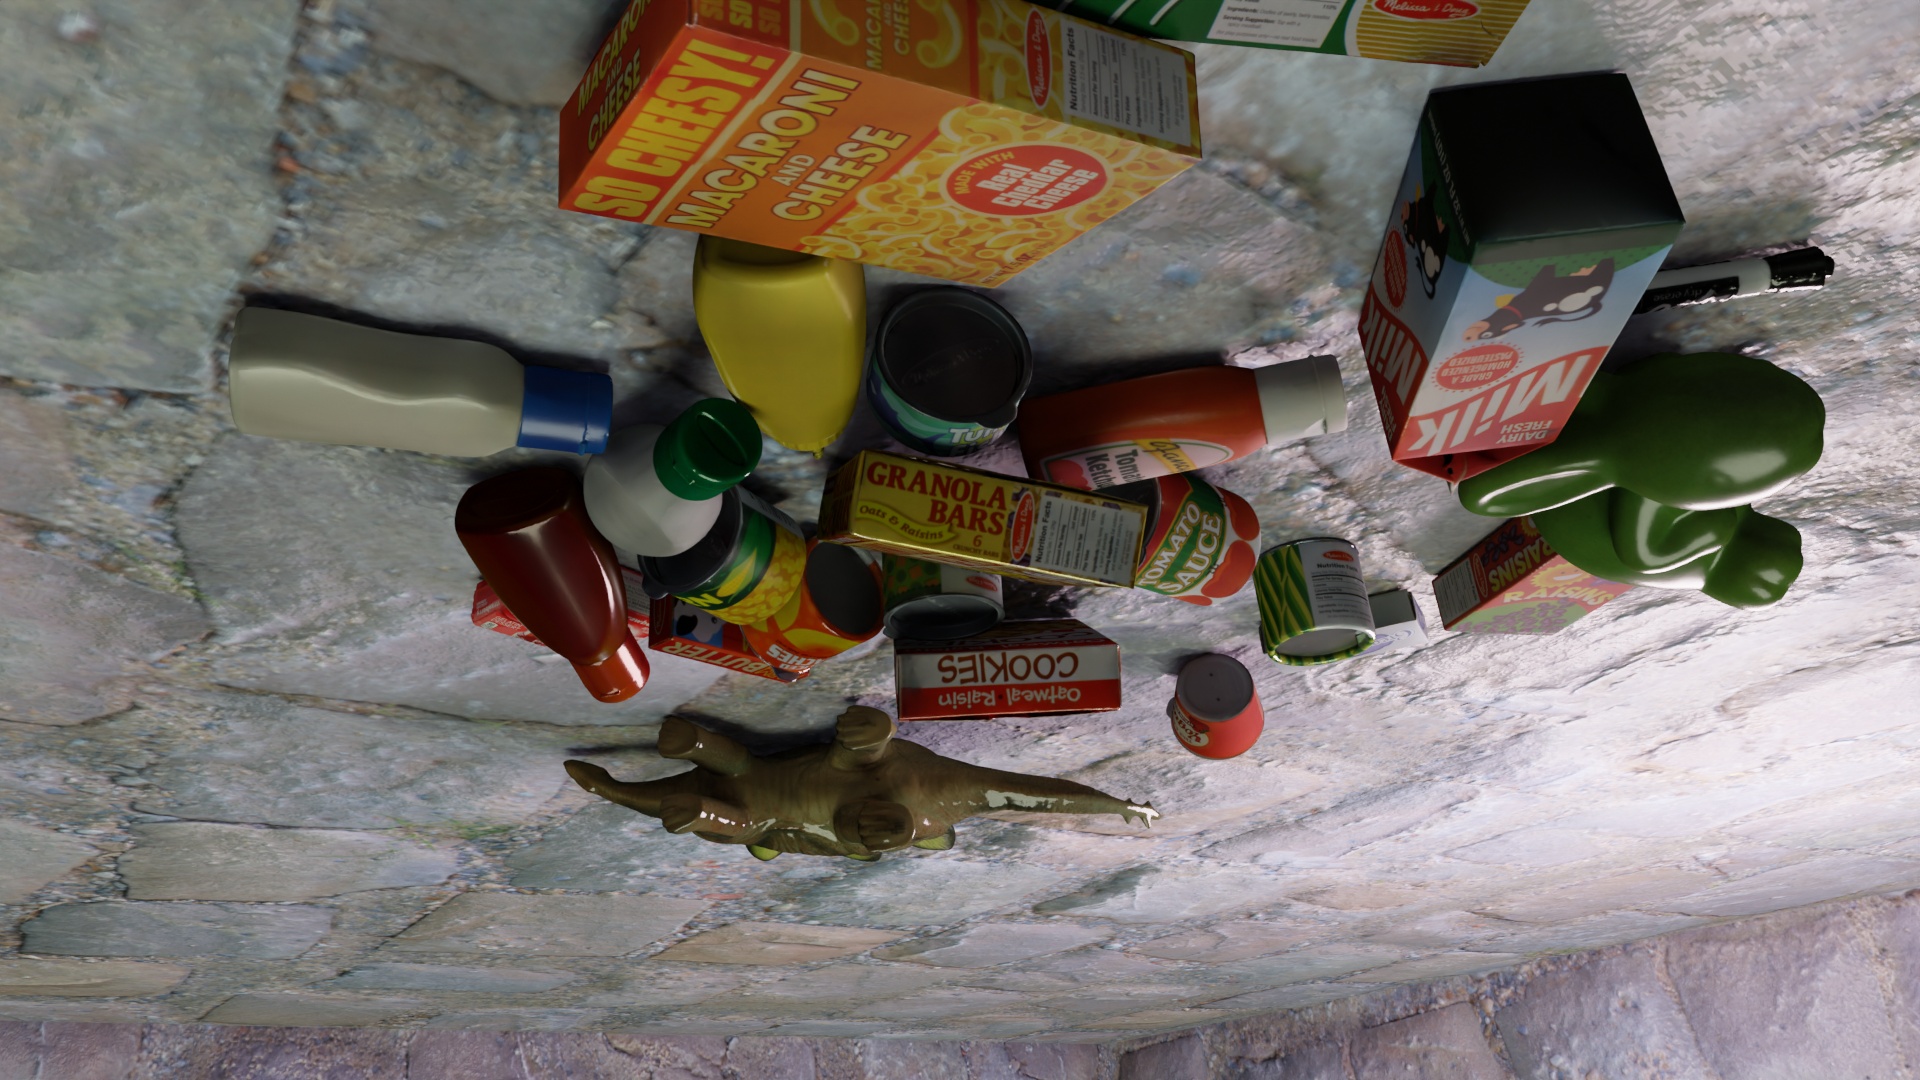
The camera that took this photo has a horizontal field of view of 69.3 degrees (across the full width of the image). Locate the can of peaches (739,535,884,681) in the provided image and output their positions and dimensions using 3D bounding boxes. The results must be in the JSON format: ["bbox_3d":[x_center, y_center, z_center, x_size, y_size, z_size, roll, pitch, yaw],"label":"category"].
[{"bbox_3d":[-0.082,0.037,0.781,0.058,0.071,0.071,-28,146,36],"label":"can of peaches"}]

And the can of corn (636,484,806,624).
[{"bbox_3d":[-0.123,0.007,0.714,0.071,0.071,0.058,-17,151,24],"label":"can of corn"}]

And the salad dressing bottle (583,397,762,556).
[{"bbox_3d":[-0.129,-0.029,0.623,0.064,0.044,0.147,49,154,-12],"label":"salad dressing bottle"}]

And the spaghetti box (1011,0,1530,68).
[{"bbox_3d":[0.053,-0.178,0.414,0.250,0.029,0.050,1,153,-11],"label":"spaghetti box"}]

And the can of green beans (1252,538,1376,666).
[{"bbox_3d":[0.216,0.039,0.850,0.071,0.058,0.071,-4,154,-2],"label":"can of green beans"}]

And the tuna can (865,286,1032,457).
[{"bbox_3d":[-0.004,-0.068,0.581,0.071,0.071,0.032,1,154,-12],"label":"tuna can"}]

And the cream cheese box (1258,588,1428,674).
[{"bbox_3d":[0.261,0.063,0.945,0.103,0.024,0.053,-16,153,22],"label":"cream cheese box"}]

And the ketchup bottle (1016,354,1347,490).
[{"bbox_3d":[0.104,-0.056,0.655,0.149,0.044,0.064,-11,158,11],"label":"ketchup bottle"}]

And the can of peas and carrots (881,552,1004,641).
[{"bbox_3d":[-0.013,0.018,0.768,0.071,0.059,0.070,-3,154,-1],"label":"can of peas and carrots"}]

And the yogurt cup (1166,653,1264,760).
[{"bbox_3d":[0.184,0.117,1.000,0.072,0.073,0.053,-8,145,7],"label":"yogurt cup"}]

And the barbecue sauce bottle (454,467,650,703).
[{"bbox_3d":[-0.205,0.028,0.727,0.065,0.044,0.147,-10,136,5],"label":"barbecue sauce bottle"}]

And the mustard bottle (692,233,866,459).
[{"bbox_3d":[-0.070,-0.077,0.576,0.065,0.049,0.159,2,155,0],"label":"mustard bottle"}]

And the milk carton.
[{"bbox_3d":[0.214,-0.092,0.567,0.073,0.072,0.189,-6,154,2],"label":"milk carton"}]

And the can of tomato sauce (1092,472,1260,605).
[{"bbox_3d":[0.108,-0.004,0.732,0.083,0.071,0.071,17,146,-38],"label":"can of tomato sauce"}]

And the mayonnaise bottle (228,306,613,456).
[{"bbox_3d":[-0.226,-0.062,0.591,0.148,0.041,0.064,5,153,-22],"label":"mayonnaise bottle"}]

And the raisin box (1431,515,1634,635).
[{"bbox_3d":[0.363,0.017,0.854,0.086,0.040,0.122,4,154,-15],"label":"raisin box"}]

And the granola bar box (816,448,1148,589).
[{"bbox_3d":[0.002,-0.008,0.648,0.124,0.039,0.165,11,177,-10],"label":"granola bar box"}]

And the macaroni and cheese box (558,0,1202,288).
[{"bbox_3d":[-0.028,-0.130,0.440,0.167,0.040,0.123,5,167,-31],"label":"macaroni and cheese box"}]

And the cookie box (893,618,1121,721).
[{"bbox_3d":[0.022,0.076,0.831,0.123,0.040,0.167,-3,-178,-3],"label":"cookie box"}]

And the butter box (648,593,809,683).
[{"bbox_3d":[-0.133,0.047,0.814,0.024,0.053,0.103,-24,148,38],"label":"butter box"}]
